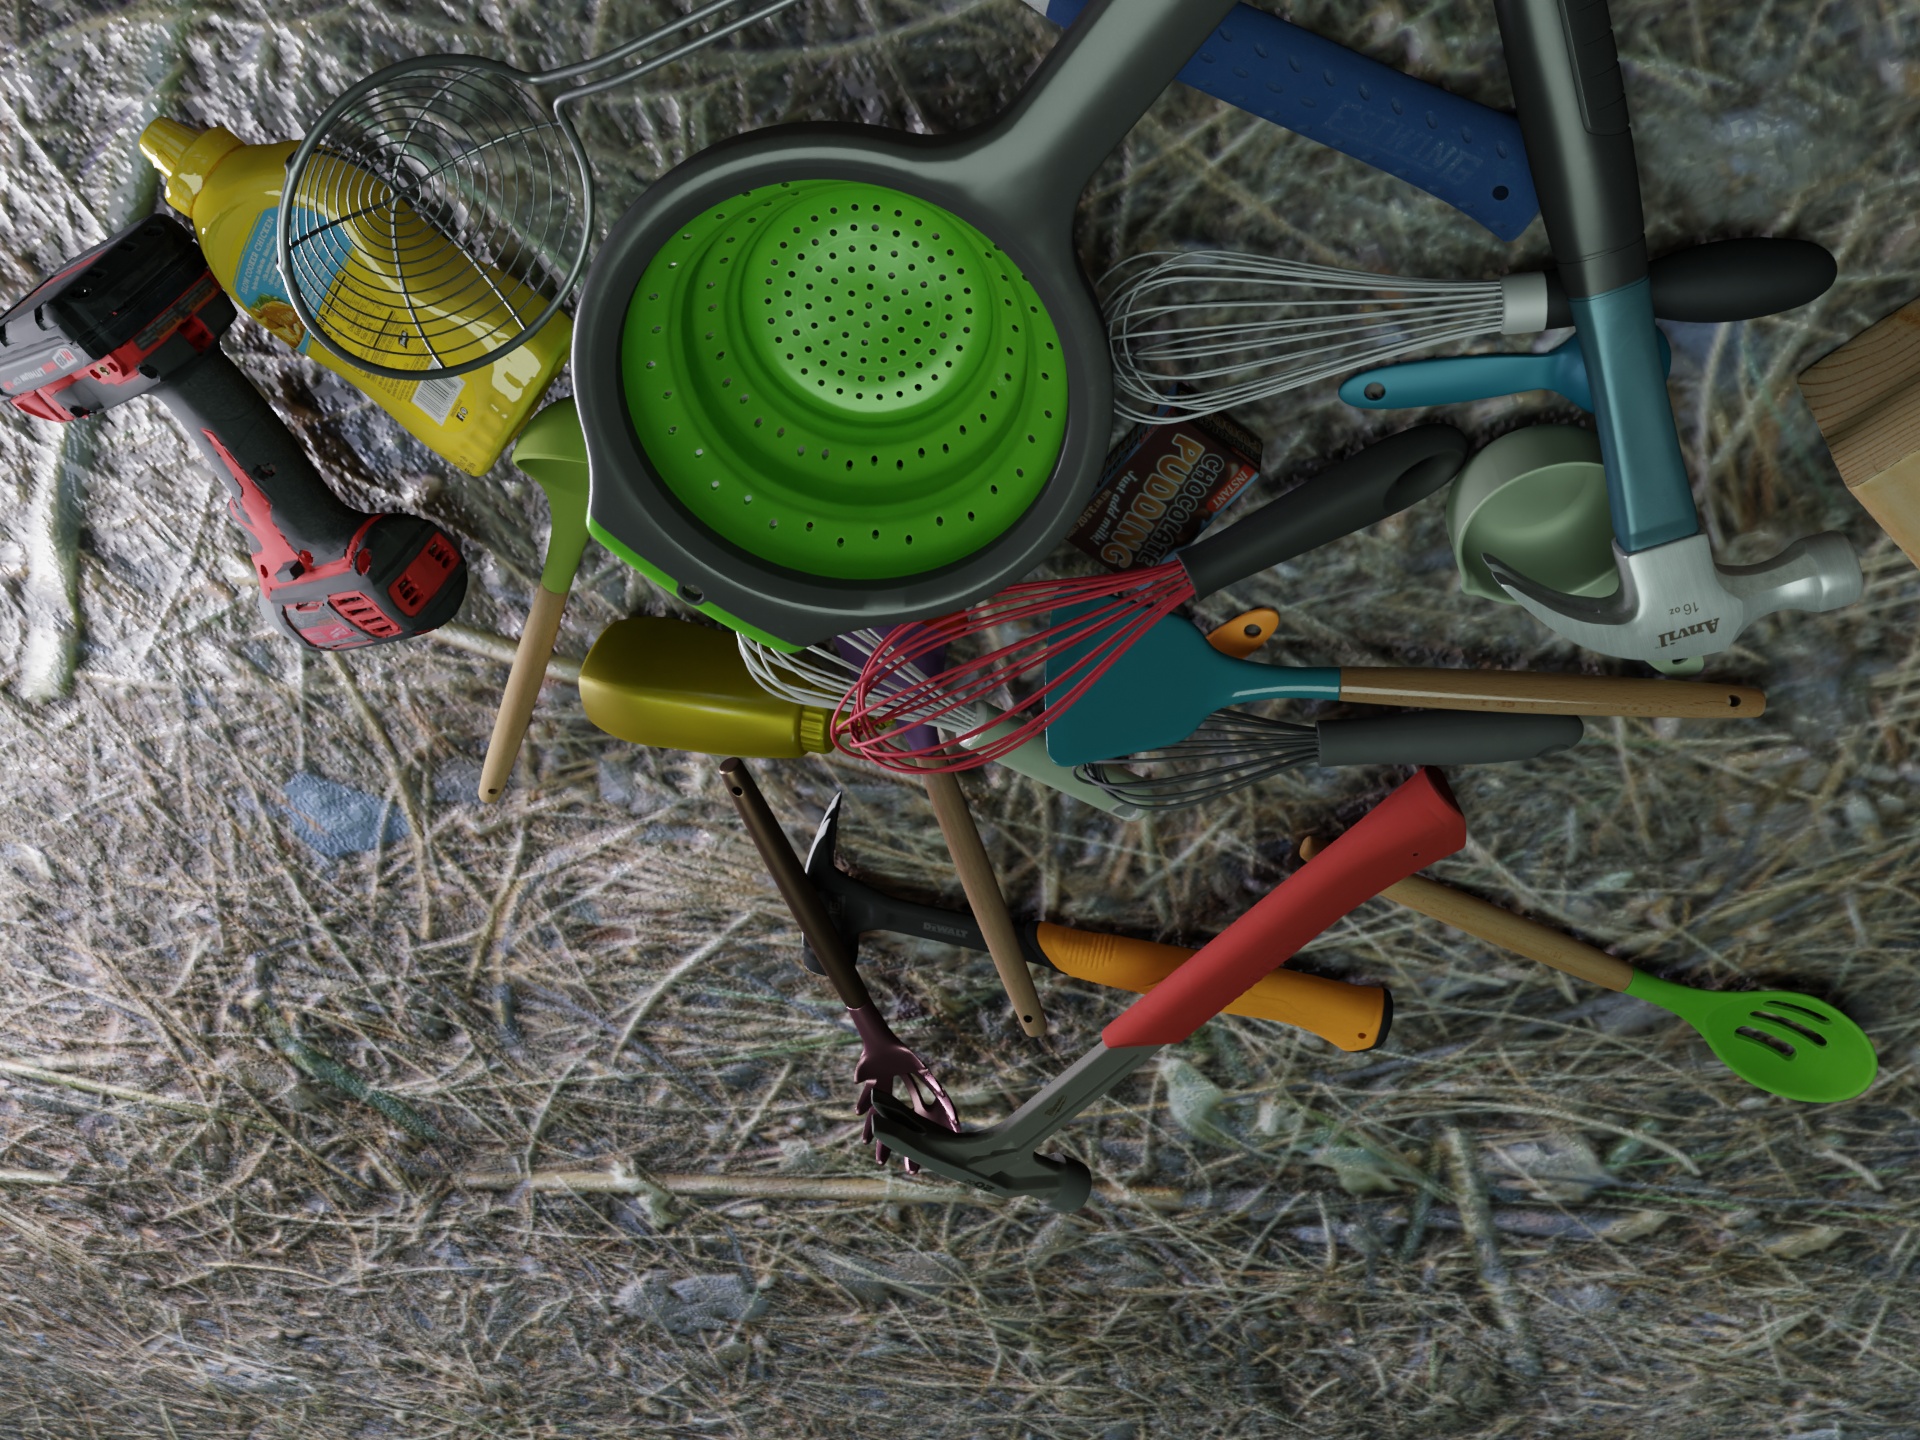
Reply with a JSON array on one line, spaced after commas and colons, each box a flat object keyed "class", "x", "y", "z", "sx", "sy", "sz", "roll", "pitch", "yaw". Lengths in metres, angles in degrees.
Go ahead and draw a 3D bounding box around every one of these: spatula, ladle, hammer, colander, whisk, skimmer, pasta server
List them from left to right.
[{"class": "ladle", "x": -0.214, "y": -0.044, "z": 0.818, "sx": 0.078, "sy": 0.062, "sz": 0.320, "roll": 9, "pitch": 138, "yaw": -23}, {"class": "skimmer", "x": -0.083, "y": -0.223, "z": 0.559, "sx": 0.363, "sy": 0.090, "sz": 0.127, "roll": -15, "pitch": 156, "yaw": 23}, {"class": "pasta server", "x": -0.069, "y": 0.146, "z": 0.905, "sx": 0.060, "sy": 0.040, "sz": 0.315, "roll": -15, "pitch": 125, "yaw": 12}, {"class": "spatula", "x": -0.006, "y": 0.037, "z": 0.822, "sx": 0.060, "sy": 0.018, "sz": 0.315, "roll": -12, "pitch": 114, "yaw": 17}, {"class": "whisk", "x": -0.001, "y": -0.002, "z": 0.774, "sx": 0.246, "sy": 0.059, "sz": 0.058, "roll": 25, "pitch": 139, "yaw": -27}, {"class": "colander", "x": 0.007, "y": -0.192, "z": 0.584, "sx": 0.204, "sy": 0.095, "sz": 0.397, "roll": 32, "pitch": 125, "yaw": -20}, {"class": "hammer", "x": 0.027, "y": -0.274, "z": 0.568, "sx": 0.405, "sy": 0.035, "sz": 0.144, "roll": 22, "pitch": 132, "yaw": -3}, {"class": "hammer", "x": 0.075, "y": 0.127, "z": 0.895, "sx": 0.337, "sy": 0.034, "sz": 0.127, "roll": 12, "pitch": 132, "yaw": 6}, {"class": "whisk", "x": 0.079, "y": -0.052, "z": 0.675, "sx": 0.296, "sy": 0.073, "sz": 0.073, "roll": -26, "pitch": 121, "yaw": 5}, {"class": "hammer", "x": 0.113, "y": 0.143, "z": 0.837, "sx": 0.149, "sy": 0.037, "sz": 0.359, "roll": 30, "pitch": 120, "yaw": -27}, {"class": "whisk", "x": 0.172, "y": 0.013, "z": 0.758, "sx": 0.239, "sy": 0.055, "sz": 0.055, "roll": -4, "pitch": 128, "yaw": 9}, {"class": "spatula", "x": 0.198, "y": -0.014, "z": 0.716, "sx": 0.317, "sy": 0.044, "sz": 0.082, "roll": 2, "pitch": 89, "yaw": 7}, {"class": "whisk", "x": 0.183, "y": -0.157, "z": 0.613, "sx": 0.284, "sy": 0.070, "sz": 0.070, "roll": -3, "pitch": 128, "yaw": 13}, {"class": "hammer", "x": 0.226, "y": -0.167, "z": 0.558, "sx": 0.128, "sy": 0.033, "sz": 0.330, "roll": -18, "pitch": 115, "yaw": 12}]

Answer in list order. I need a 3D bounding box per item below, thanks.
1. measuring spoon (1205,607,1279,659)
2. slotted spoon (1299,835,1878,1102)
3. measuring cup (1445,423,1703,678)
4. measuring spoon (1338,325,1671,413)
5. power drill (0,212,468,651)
[{"class": "measuring spoon", "x": 0.110, "y": -0.020, "z": 0.775, "sx": 0.021, "sy": 0.011, "sz": 0.117, "roll": 38, "pitch": 129, "yaw": -17}, {"class": "slotted spoon", "x": 0.324, "y": 0.123, "z": 0.828, "sx": 0.313, "sy": 0.031, "sz": 0.070, "roll": 22, "pitch": 131, "yaw": -1}, {"class": "measuring cup", "x": 0.271, "y": -0.068, "z": 0.682, "sx": 0.167, "sy": 0.038, "sz": 0.083, "roll": 31, "pitch": 127, "yaw": -34}, {"class": "measuring spoon", "x": 0.218, "y": -0.135, "z": 0.641, "sx": 0.128, "sy": 0.021, "sz": 0.042, "roll": -3, "pitch": 128, "yaw": 16}, {"class": "power drill", "x": -0.354, "y": -0.121, "z": 0.772, "sx": 0.143, "sy": 0.079, "sz": 0.219, "roll": -5, "pitch": 134, "yaw": 38}]
